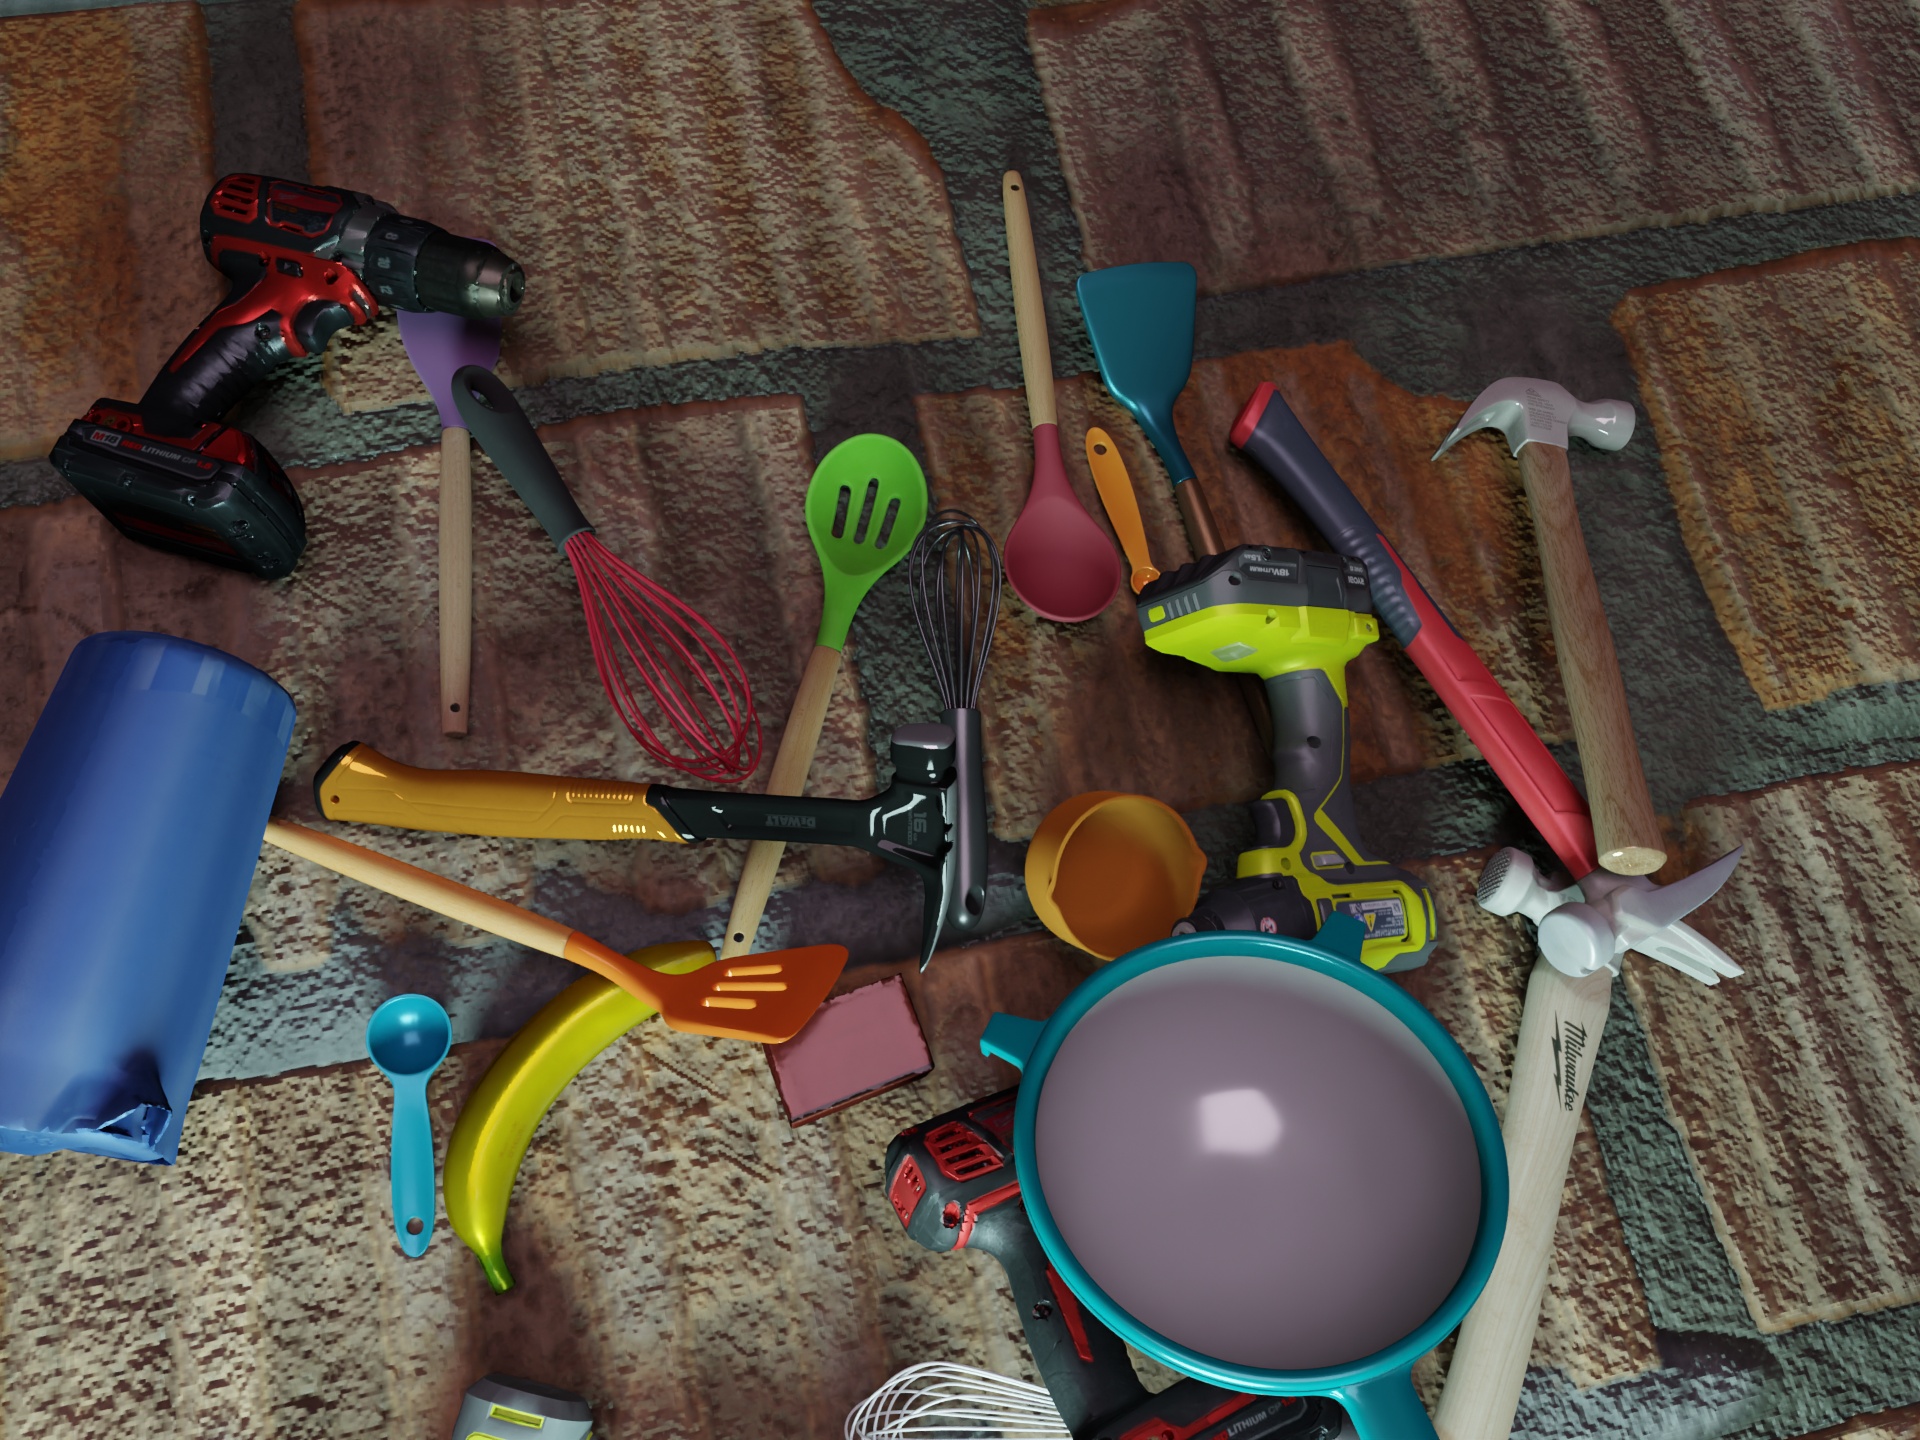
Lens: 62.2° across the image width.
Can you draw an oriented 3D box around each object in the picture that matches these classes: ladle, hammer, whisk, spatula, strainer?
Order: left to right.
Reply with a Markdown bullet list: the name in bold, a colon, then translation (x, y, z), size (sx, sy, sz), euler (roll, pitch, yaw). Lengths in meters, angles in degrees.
- **spatula**: translation (-0.290, -0.141, 0.906), size (0.059, 0.018, 0.316), euler (-1, 71, -16)
- **spatula**: translation (-0.216, 0.097, 0.800), size (0.322, 0.041, 0.081), euler (18, 30, 11)
- **whisk**: translation (-0.200, -0.084, 0.875), size (0.073, 0.073, 0.296), euler (-32, 76, -15)
- **hammer**: translation (-0.169, 0.053, 0.818), size (0.337, 0.034, 0.127), euler (4, 110, 7)
- **whisk**: translation (-0.002, -0.003, 0.883), size (0.055, 0.055, 0.239), euler (0, 76, -7)
- **ladle**: translation (0.047, -0.200, 0.963), size (0.069, 0.031, 0.316), euler (-2, 71, -10)
- **whisk**: translation (0.084, 0.349, 0.777), size (0.284, 0.070, 0.070), euler (5, 72, -11)
- **spatula**: translation (0.144, -0.121, 0.939), size (0.082, 0.044, 0.318), euler (-12, 75, -20)
- **strainer**: translation (0.149, 0.253, 0.677), size (0.211, 0.095, 0.341), euler (-14, 53, -12)
- **hammer**: translation (0.286, -0.046, 0.918), size (0.143, 0.038, 0.387), euler (-20, 68, -30)
- **hammer**: translation (0.294, 0.272, 0.817), size (0.146, 0.038, 0.411), euler (24, 66, 0)
- **hammer**: translation (0.349, -0.066, 0.910), size (0.130, 0.031, 0.332), euler (8, 58, -11)

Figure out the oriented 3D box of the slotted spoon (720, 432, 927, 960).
- **slotted spoon**: translation (-0.083, -0.016, 0.887), size (0.070, 0.031, 0.314), euler (15, 73, -2)

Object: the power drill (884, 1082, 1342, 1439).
- **power drill**: translation (0.072, 0.270, 0.759), size (0.143, 0.078, 0.220), euler (-13, 52, -31)

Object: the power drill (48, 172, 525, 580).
- **power drill**: translation (-0.361, -0.195, 0.874), size (0.188, 0.080, 0.227), euler (15, 67, 10)

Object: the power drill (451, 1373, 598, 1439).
- **power drill**: translation (-0.144, 0.419, 0.713), size (0.228, 0.080, 0.191), euler (14, 71, 0)

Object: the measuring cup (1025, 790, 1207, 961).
- **measuring cup**: translation (0.083, 0.122, 0.856), size (0.095, 0.052, 0.173), euler (-10, 99, -22)

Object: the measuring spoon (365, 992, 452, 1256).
- **measuring spoon**: translation (-0.275, 0.202, 0.801), size (0.042, 0.021, 0.129), euler (-3, 82, -9)

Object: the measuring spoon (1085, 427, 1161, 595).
- **measuring spoon**: translation (0.096, -0.124, 0.954), size (0.021, 0.011, 0.117), euler (-13, 71, -10)

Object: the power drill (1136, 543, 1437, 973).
- **power drill**: translation (0.166, 0.027, 0.840), size (0.171, 0.080, 0.223), euler (1, 77, -37)
